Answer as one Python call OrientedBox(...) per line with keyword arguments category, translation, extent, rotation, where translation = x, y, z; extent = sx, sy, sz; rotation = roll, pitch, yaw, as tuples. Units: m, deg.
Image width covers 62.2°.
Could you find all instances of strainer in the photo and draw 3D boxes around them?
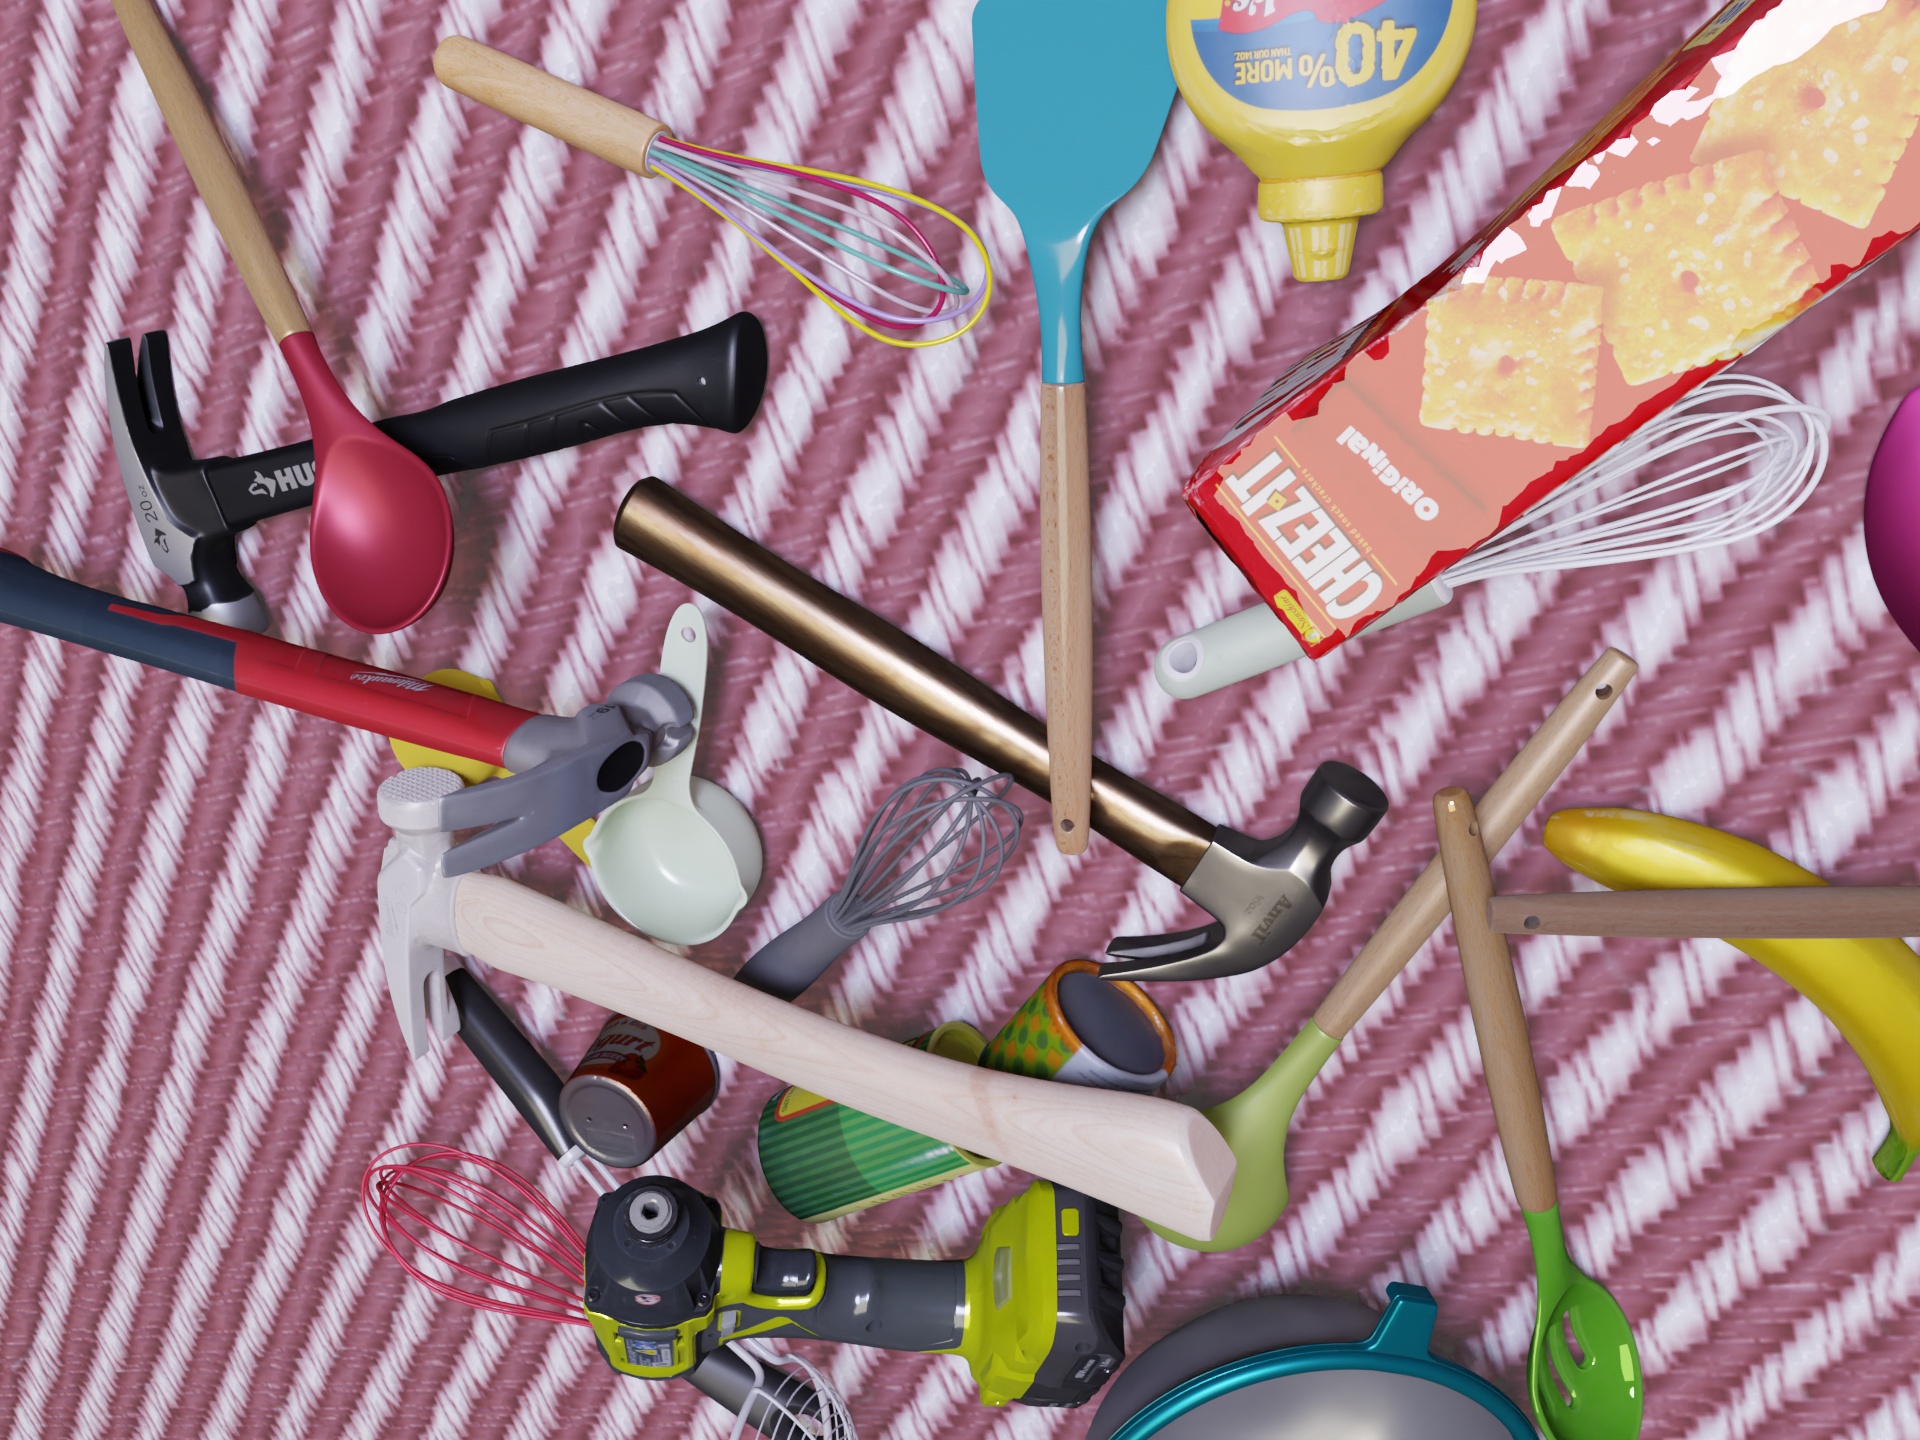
OrientedBox(category="strainer", translation=(0.084, 0.355, 0.707), extent=(0.340, 0.095, 0.210), rotation=(-28, 113, 8))

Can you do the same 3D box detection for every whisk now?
OrientedBox(category="whisk", translation=(-0.047, 0.082, 0.683), extent=(0.055, 0.055, 0.239), rotation=(45, 136, -2))
OrientedBox(category="whisk", translation=(-0.189, 0.314, 0.850), extent=(0.296, 0.073, 0.073), rotation=(30, 119, -1))
OrientedBox(category="whisk", translation=(0.177, -0.056, 0.565), extent=(0.246, 0.059, 0.058), rotation=(-22, 67, 30))
OrientedBox(category="whisk", translation=(-0.099, -0.204, 0.603), extent=(0.245, 0.051, 0.047), rotation=(27, 124, 11))

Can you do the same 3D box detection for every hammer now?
OrientedBox(category="hammer", translation=(-0.232, -0.126, 0.690), extent=(0.335, 0.035, 0.146), rotation=(-8, 109, 23))
OrientedBox(category="hammer", translation=(-0.001, -0.002, 0.659), extent=(0.331, 0.031, 0.130), rotation=(31, 119, 6))
OrientedBox(category="hammer", translation=(-0.085, 0.140, 0.680), extent=(0.411, 0.038, 0.146), rotation=(16, 116, 23))
OrientedBox(category="hammer", translation=(-0.315, -0.020, 0.676), extent=(0.386, 0.143, 0.038), rotation=(14, 113, 20))

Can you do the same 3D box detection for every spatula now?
OrientedBox(category="spatula", translation=(0.343, 0.063, 0.539), extent=(0.316, 0.018, 0.059), rotation=(-2, 108, 8))
OrientedBox(category="spatula", translation=(0.043, -0.100, 0.585), extent=(0.082, 0.044, 0.317), rotation=(4, 111, 17))

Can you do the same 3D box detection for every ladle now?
OrientedBox(category="ladle", translation=(0.164, 0.099, 0.642), extent=(0.078, 0.062, 0.320), rotation=(32, 112, 2))
OrientedBox(category="ladle", translation=(-0.288, -0.180, 0.659), extent=(0.069, 0.031, 0.315), rotation=(-27, 87, 13))

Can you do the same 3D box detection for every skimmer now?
OrientedBox(category="skimmer", translation=(-0.172, 0.281, 0.798), extent=(0.090, 0.127, 0.363), rotation=(-44, 81, 17))

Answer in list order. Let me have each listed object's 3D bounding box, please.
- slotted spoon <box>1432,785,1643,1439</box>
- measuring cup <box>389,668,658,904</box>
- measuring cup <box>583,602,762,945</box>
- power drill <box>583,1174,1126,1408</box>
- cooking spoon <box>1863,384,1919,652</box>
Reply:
OrientedBox(category="slotted spoon", translation=(0.223, 0.166, 0.625), extent=(0.031, 0.070, 0.313), rotation=(5, 120, 49))
OrientedBox(category="measuring cup", translation=(-0.207, 0.040, 0.752), extent=(0.156, 0.029, 0.062), rotation=(42, 119, 1))
OrientedBox(category="measuring cup", translation=(-0.120, 0.021, 0.709), extent=(0.083, 0.038, 0.167), rotation=(16, 116, 14))
OrientedBox(category="power drill", translation=(-0.048, 0.242, 0.686), extent=(0.223, 0.080, 0.171), rotation=(5, 145, -6))
OrientedBox(category="cooking spoon", translation=(0.362, 0.037, 0.548), extent=(0.069, 0.017, 0.318), rotation=(-8, 108, 24))
